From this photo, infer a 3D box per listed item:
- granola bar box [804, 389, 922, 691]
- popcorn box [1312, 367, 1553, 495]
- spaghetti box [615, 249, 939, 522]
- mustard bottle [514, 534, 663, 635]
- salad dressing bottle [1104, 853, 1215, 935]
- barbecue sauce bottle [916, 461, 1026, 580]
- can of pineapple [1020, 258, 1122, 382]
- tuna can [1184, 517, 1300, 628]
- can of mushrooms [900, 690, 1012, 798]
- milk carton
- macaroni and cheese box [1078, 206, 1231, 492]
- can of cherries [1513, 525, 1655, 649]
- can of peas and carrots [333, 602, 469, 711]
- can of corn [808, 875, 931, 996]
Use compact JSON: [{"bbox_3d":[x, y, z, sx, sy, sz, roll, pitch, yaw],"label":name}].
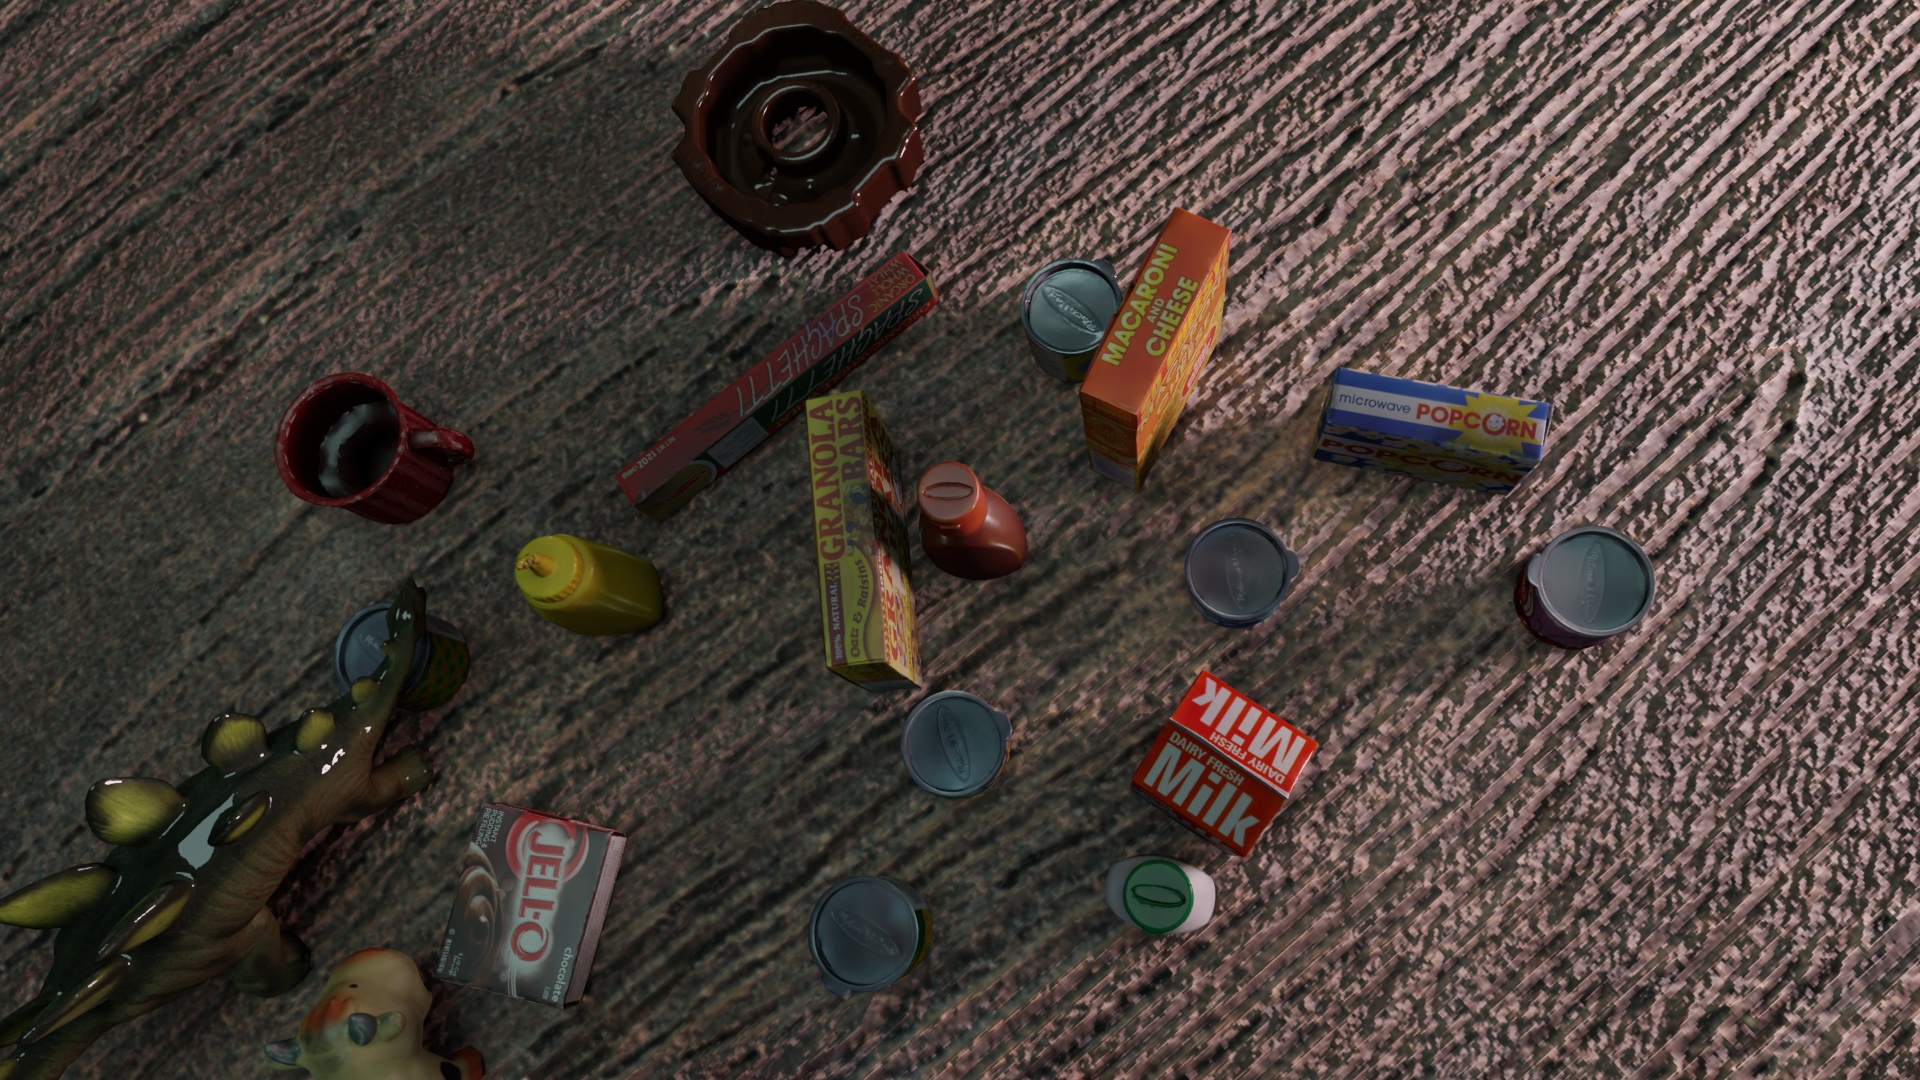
[{"bbox_3d":[-0.060,0.005,0.866,0.039,0.124,0.166,-8,76,6],"label":"granola bar box"},{"bbox_3d":[0.286,-0.066,0.855,0.127,0.085,0.038,12,79,11],"label":"popcorn box"},{"bbox_3d":[-0.121,-0.104,0.939,0.250,0.050,0.029,-39,75,-2],"label":"spaghetti box"},{"bbox_3d":[-0.237,0.026,0.867,0.065,0.160,0.049,-12,76,5],"label":"mustard bottle"},{"bbox_3d":[0.112,0.199,0.782,0.064,0.147,0.044,8,78,10],"label":"salad dressing bottle"},{"bbox_3d":[0.003,-0.011,0.848,0.065,0.148,0.044,-1,77,8],"label":"barbecue sauce bottle"},{"bbox_3d":[0.077,-0.145,0.917,0.071,0.057,0.071,-2,77,8],"label":"can of pineapple"},{"bbox_3d":[0.177,0.021,0.876,0.071,0.032,0.071,-2,76,8],"label":"tuna can"},{"bbox_3d":[0.000,0.128,0.874,0.071,0.033,0.071,-2,76,8],"label":"can of mushrooms"},{"bbox_3d":[0.144,0.126,0.773,0.072,0.190,0.073,33,84,14],"label":"milk carton"},{"bbox_3d":[0.118,-0.110,0.847,0.040,0.166,0.124,26,82,13],"label":"macaroni and cheese box"},{"bbox_3d":[0.370,0.028,0.834,0.071,0.058,0.071,-2,77,8],"label":"can of cherries"},{"bbox_3d":[-0.372,0.081,0.925,0.071,0.058,0.071,-2,77,8],"label":"can of peas and carrots"},{"bbox_3d":[-0.055,0.239,0.842,0.071,0.058,0.071,-2,77,8],"label":"can of corn"}]
